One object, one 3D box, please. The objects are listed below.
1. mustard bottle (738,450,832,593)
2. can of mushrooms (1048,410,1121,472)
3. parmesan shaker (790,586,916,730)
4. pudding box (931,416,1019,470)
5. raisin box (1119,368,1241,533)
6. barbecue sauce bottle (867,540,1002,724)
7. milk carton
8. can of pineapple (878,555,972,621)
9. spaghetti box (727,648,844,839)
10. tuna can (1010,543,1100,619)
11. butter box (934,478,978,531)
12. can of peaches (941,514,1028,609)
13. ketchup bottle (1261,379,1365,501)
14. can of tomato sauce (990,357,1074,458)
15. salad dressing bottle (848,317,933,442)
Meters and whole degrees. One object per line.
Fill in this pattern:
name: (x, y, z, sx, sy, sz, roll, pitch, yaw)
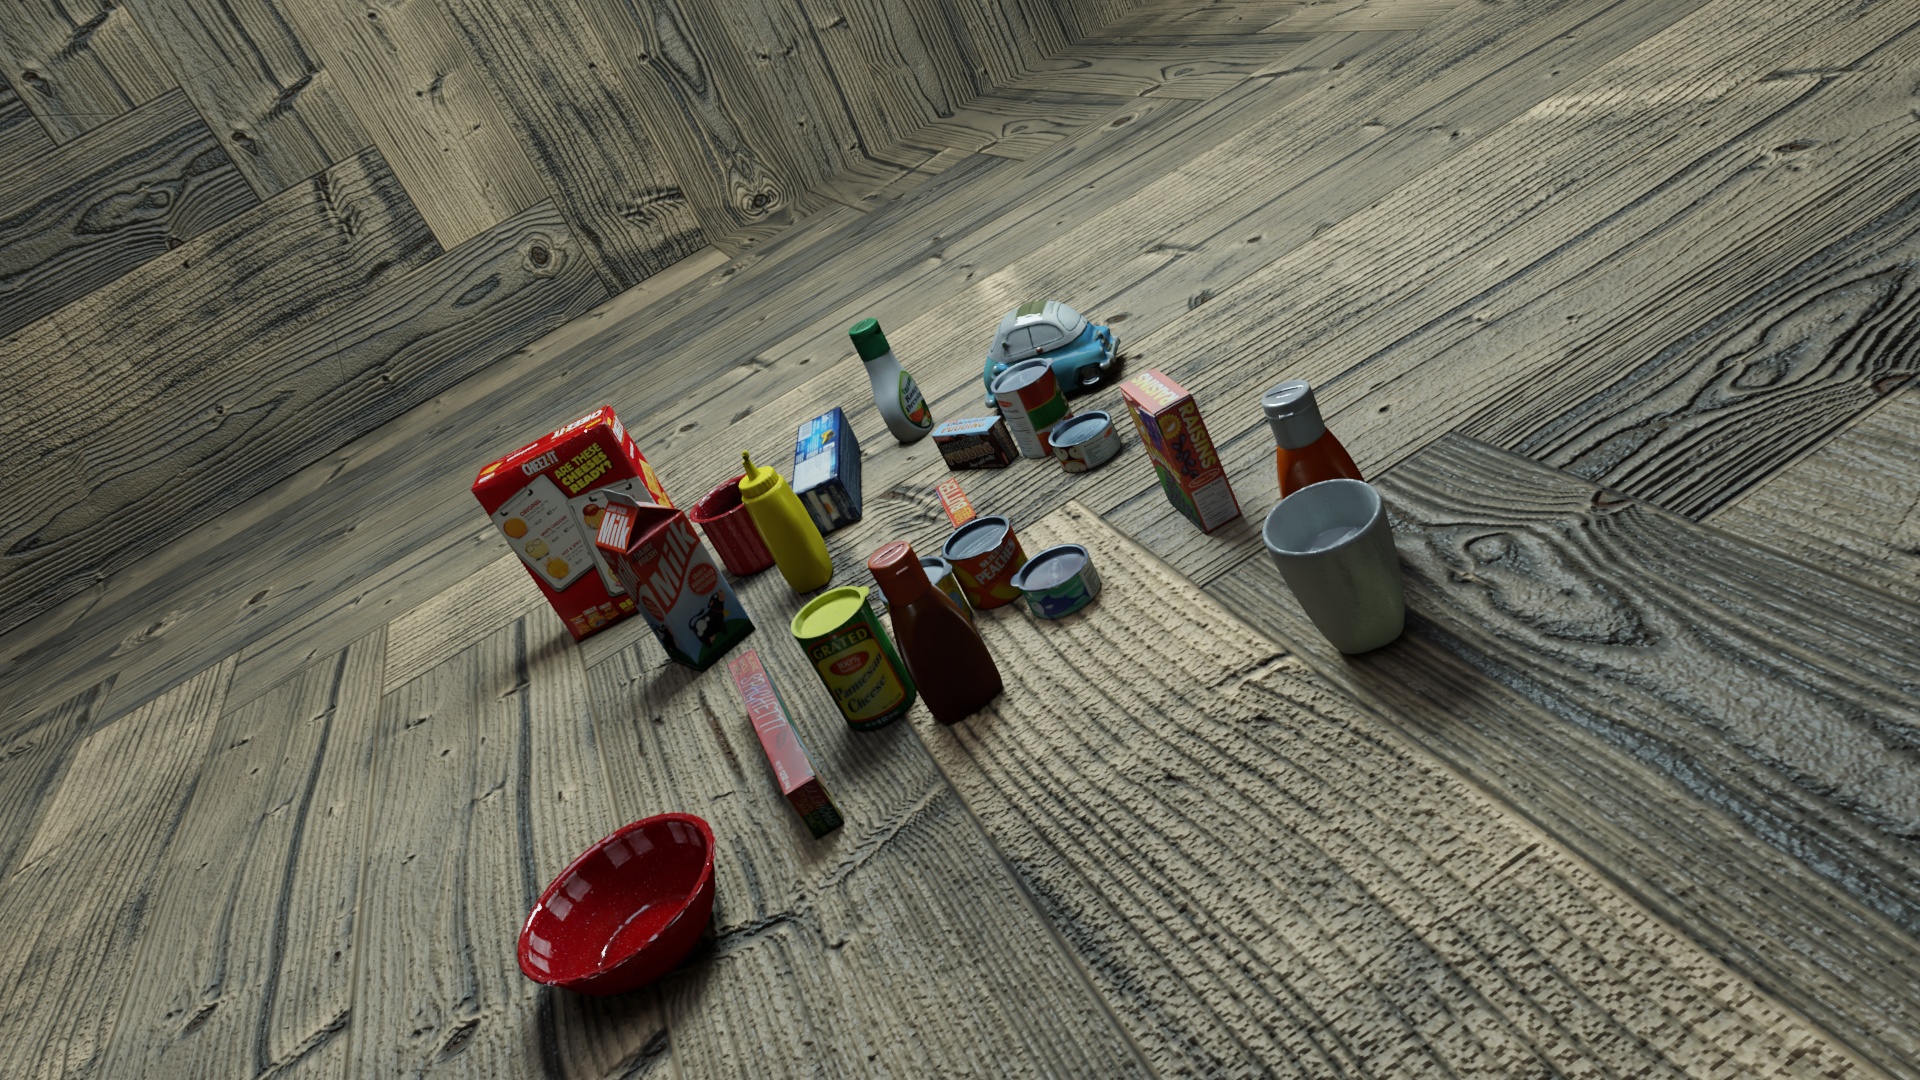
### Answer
mustard bottle: (-0.182, -0.024, 1.390, 0.049, 0.159, 0.065, -24, 26, 8)
can of mushrooms: (0.123, -0.099, 1.385, 0.071, 0.033, 0.071, -22, 26, 11)
parmesan shaker: (-0.084, 0.096, 1.140, 0.071, 0.102, 0.071, -22, 26, 11)
pudding box: (0.015, -0.103, 1.476, 0.083, 0.049, 0.030, 0, 37, 43)
raisin box: (0.186, -0.077, 1.181, 0.040, 0.123, 0.086, -28, 26, -1)
barbecue sauce bottle: (-0.024, 0.069, 1.081, 0.065, 0.148, 0.044, -33, 26, -11)
milk carton: (-0.287, 0.030, 1.356, 0.074, 0.190, 0.072, -41, 29, -26)
can of pineapple: (-0.029, 0.056, 1.215, 0.071, 0.057, 0.071, -22, 26, 11)
spaghetti box: (-0.148, 0.160, 1.144, 0.029, 0.050, 0.250, -31, 26, -7)
tuna can: (0.081, 0.035, 1.177, 0.071, 0.032, 0.071, -22, 26, 11)
butter box: (0.005, -0.017, 1.322, 0.024, 0.053, 0.104, -28, 26, 0)
can of peaches: (0.026, 0.020, 1.229, 0.071, 0.058, 0.071, -22, 26, 11)
ketchup bottle: (0.263, -0.046, 1.023, 0.064, 0.148, 0.044, -13, 29, 27)
can of tomato sauce: (0.080, -0.138, 1.440, 0.071, 0.082, 0.071, -22, 26, 11)
salad dressing bottle: (-0.082, -0.185, 1.607, 0.044, 0.147, 0.064, -11, 30, 32)
